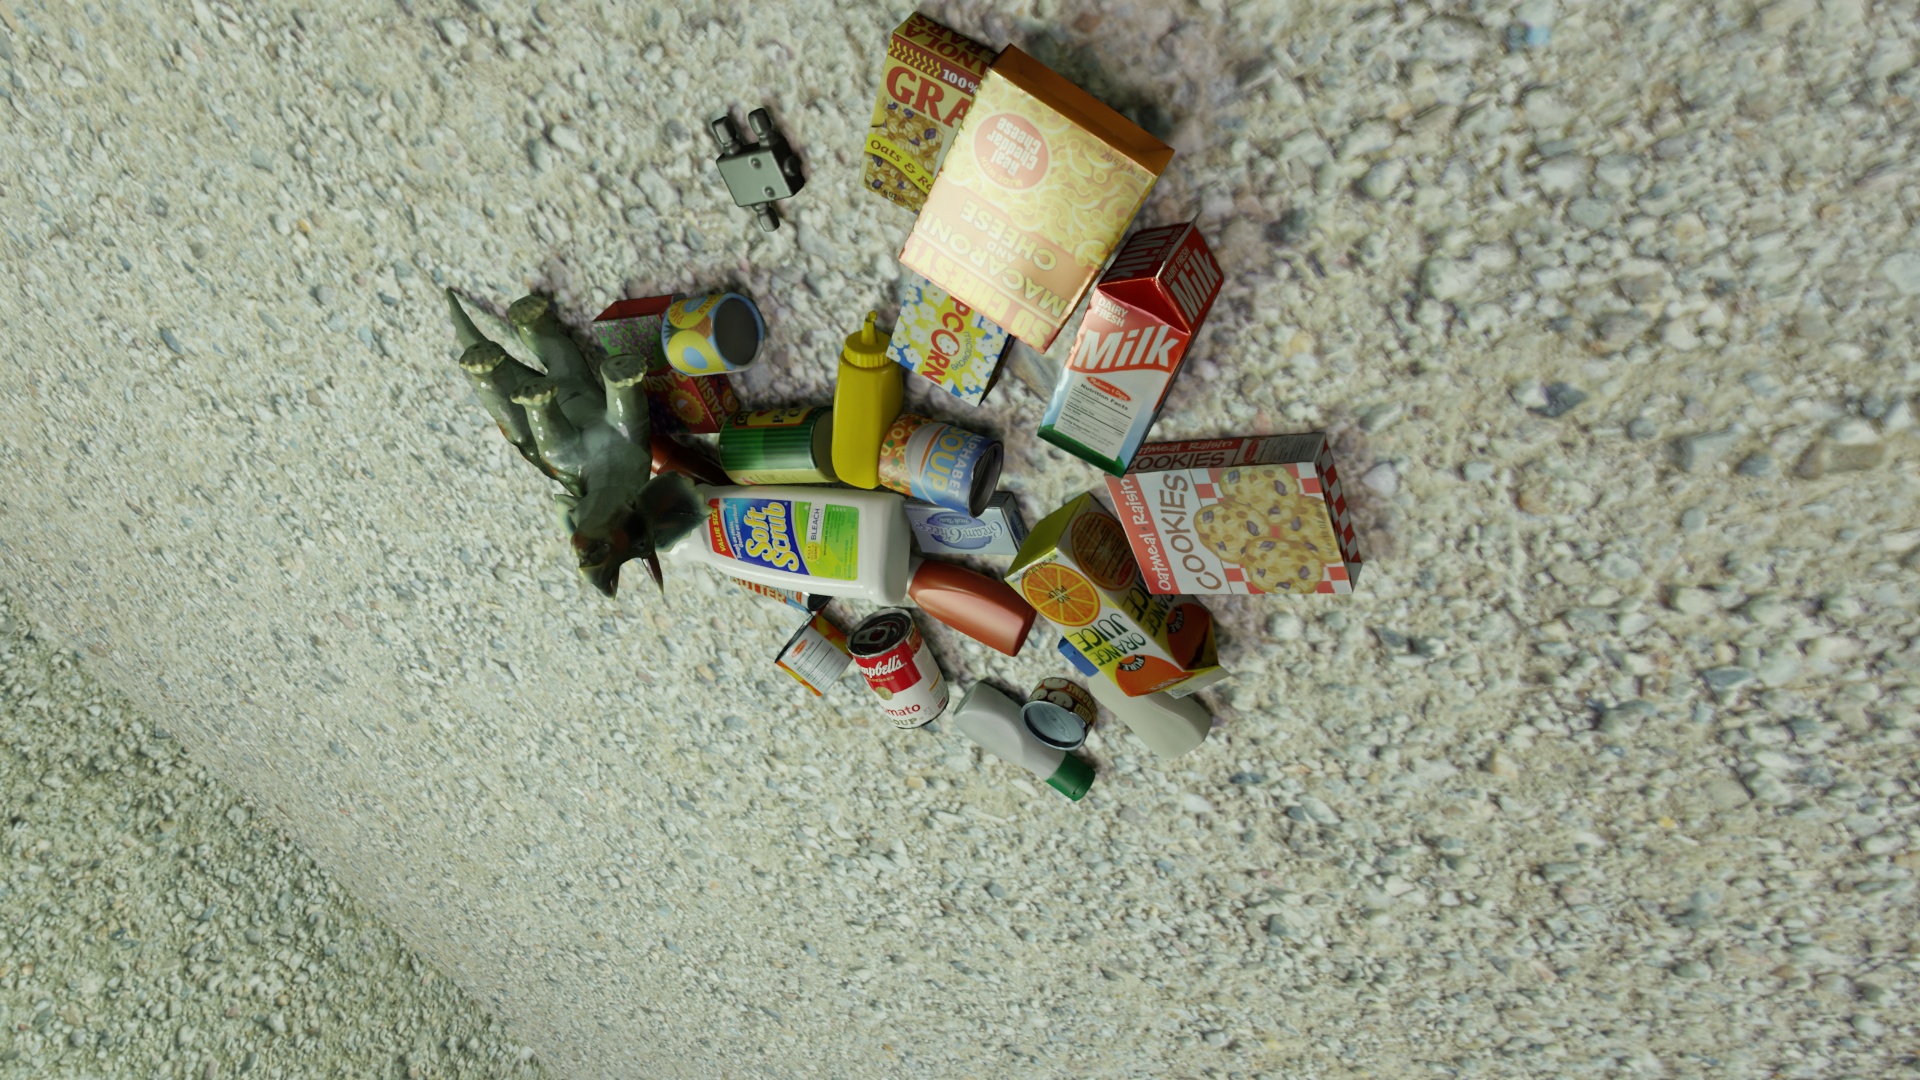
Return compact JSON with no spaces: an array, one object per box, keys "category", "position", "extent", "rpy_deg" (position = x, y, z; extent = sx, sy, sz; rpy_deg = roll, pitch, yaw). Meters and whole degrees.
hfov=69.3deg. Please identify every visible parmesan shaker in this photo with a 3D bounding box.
[{"category":"parmesan shaker","position":[-0.148,-0.082,1.206],"extent":[0.103,0.072,0.071],"rpy_deg":[0,129,33]}]

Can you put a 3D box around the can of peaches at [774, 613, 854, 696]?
[{"category":"can of peaches","position":[-0.143,0.113,1.393],"extent":[0.058,0.071,0.071],"rpy_deg":[39,139,-6]}]

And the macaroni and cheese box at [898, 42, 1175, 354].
[{"category":"macaroni and cheese box","position":[0.045,-0.216,0.902],"extent":[0.124,0.040,0.165],"rpy_deg":[33,139,0]}]

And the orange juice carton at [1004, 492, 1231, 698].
[{"category":"orange juice carton","position":[0.136,0.059,1.146],"extent":[0.192,0.073,0.071],"rpy_deg":[44,138,-11]}]

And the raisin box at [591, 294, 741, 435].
[{"category":"raisin box","position":[-0.259,-0.153,1.228],"extent":[0.086,0.040,0.123],"rpy_deg":[0,128,33]}]

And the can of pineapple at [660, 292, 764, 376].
[{"category":"can of pineapple","position":[-0.206,-0.172,1.153],"extent":[0.058,0.071,0.070],"rpy_deg":[-1,128,34]}]

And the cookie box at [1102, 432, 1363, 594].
[{"category":"cookie box","position":[0.206,-0.017,1.052],"extent":[0.167,0.040,0.122],"rpy_deg":[-2,128,34]}]

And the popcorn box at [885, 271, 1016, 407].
[{"category":"popcorn box","position":[0.002,-0.170,1.039],"extent":[0.085,0.038,0.126],"rpy_deg":[30,140,4]}]

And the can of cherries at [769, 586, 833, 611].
[{"category":"can of cherries","position":[-0.145,0.023,1.303],"extent":[0.058,0.072,0.071],"rpy_deg":[27,139,17]}]

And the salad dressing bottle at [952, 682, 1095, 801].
[{"category":"salad dressing bottle","position":[0.063,0.198,1.354],"extent":[0.147,0.044,0.064],"rpy_deg":[36,138,-4]}]

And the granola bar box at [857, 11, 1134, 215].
[{"category":"granola bar box","position":[0.019,-0.261,0.938],"extent":[0.166,0.039,0.123],"rpy_deg":[28,139,6]}]

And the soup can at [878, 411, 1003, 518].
[{"category":"soup can","position":[-0.016,-0.063,1.131],"extent":[0.084,0.072,0.071],"rpy_deg":[19,137,17]}]

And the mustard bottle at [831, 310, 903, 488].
[{"category":"mustard bottle","position":[-0.074,-0.119,1.123],"extent":[0.049,0.066,0.159],"rpy_deg":[16,131,14]}]

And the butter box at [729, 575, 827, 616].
[{"category":"butter box","position":[-0.181,0.034,1.369],"extent":[0.103,0.024,0.052],"rpy_deg":[21,139,15]}]

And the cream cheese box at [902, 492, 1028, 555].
[{"category":"cream cheese box","position":[0.004,-0.015,1.199],"extent":[0.104,0.024,0.053],"rpy_deg":[2,130,32]}]

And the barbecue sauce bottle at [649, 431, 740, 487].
[{"category":"barbecue sauce bottle","position":[-0.247,-0.053,1.314],"extent":[0.148,0.044,0.064],"rpy_deg":[40,130,-6]}]

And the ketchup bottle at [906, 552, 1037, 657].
[{"category":"ketchup bottle","position":[-0.006,0.050,1.254],"extent":[0.149,0.044,0.064],"rpy_deg":[25,138,11]}]

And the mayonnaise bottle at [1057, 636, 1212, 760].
[{"category":"mayonnaise bottle","position":[0.151,0.131,1.232],"extent":[0.148,0.041,0.064],"rpy_deg":[42,137,-8]}]

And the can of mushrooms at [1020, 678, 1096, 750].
[{"category":"can of mushrooms","position":[0.095,0.163,1.306],"extent":[0.071,0.034,0.070],"rpy_deg":[19,137,19]}]

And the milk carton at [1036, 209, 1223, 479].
[{"category":"milk carton","position":[0.122,-0.139,0.964],"extent":[0.073,0.073,0.189],"rpy_deg":[28,140,7]}]
